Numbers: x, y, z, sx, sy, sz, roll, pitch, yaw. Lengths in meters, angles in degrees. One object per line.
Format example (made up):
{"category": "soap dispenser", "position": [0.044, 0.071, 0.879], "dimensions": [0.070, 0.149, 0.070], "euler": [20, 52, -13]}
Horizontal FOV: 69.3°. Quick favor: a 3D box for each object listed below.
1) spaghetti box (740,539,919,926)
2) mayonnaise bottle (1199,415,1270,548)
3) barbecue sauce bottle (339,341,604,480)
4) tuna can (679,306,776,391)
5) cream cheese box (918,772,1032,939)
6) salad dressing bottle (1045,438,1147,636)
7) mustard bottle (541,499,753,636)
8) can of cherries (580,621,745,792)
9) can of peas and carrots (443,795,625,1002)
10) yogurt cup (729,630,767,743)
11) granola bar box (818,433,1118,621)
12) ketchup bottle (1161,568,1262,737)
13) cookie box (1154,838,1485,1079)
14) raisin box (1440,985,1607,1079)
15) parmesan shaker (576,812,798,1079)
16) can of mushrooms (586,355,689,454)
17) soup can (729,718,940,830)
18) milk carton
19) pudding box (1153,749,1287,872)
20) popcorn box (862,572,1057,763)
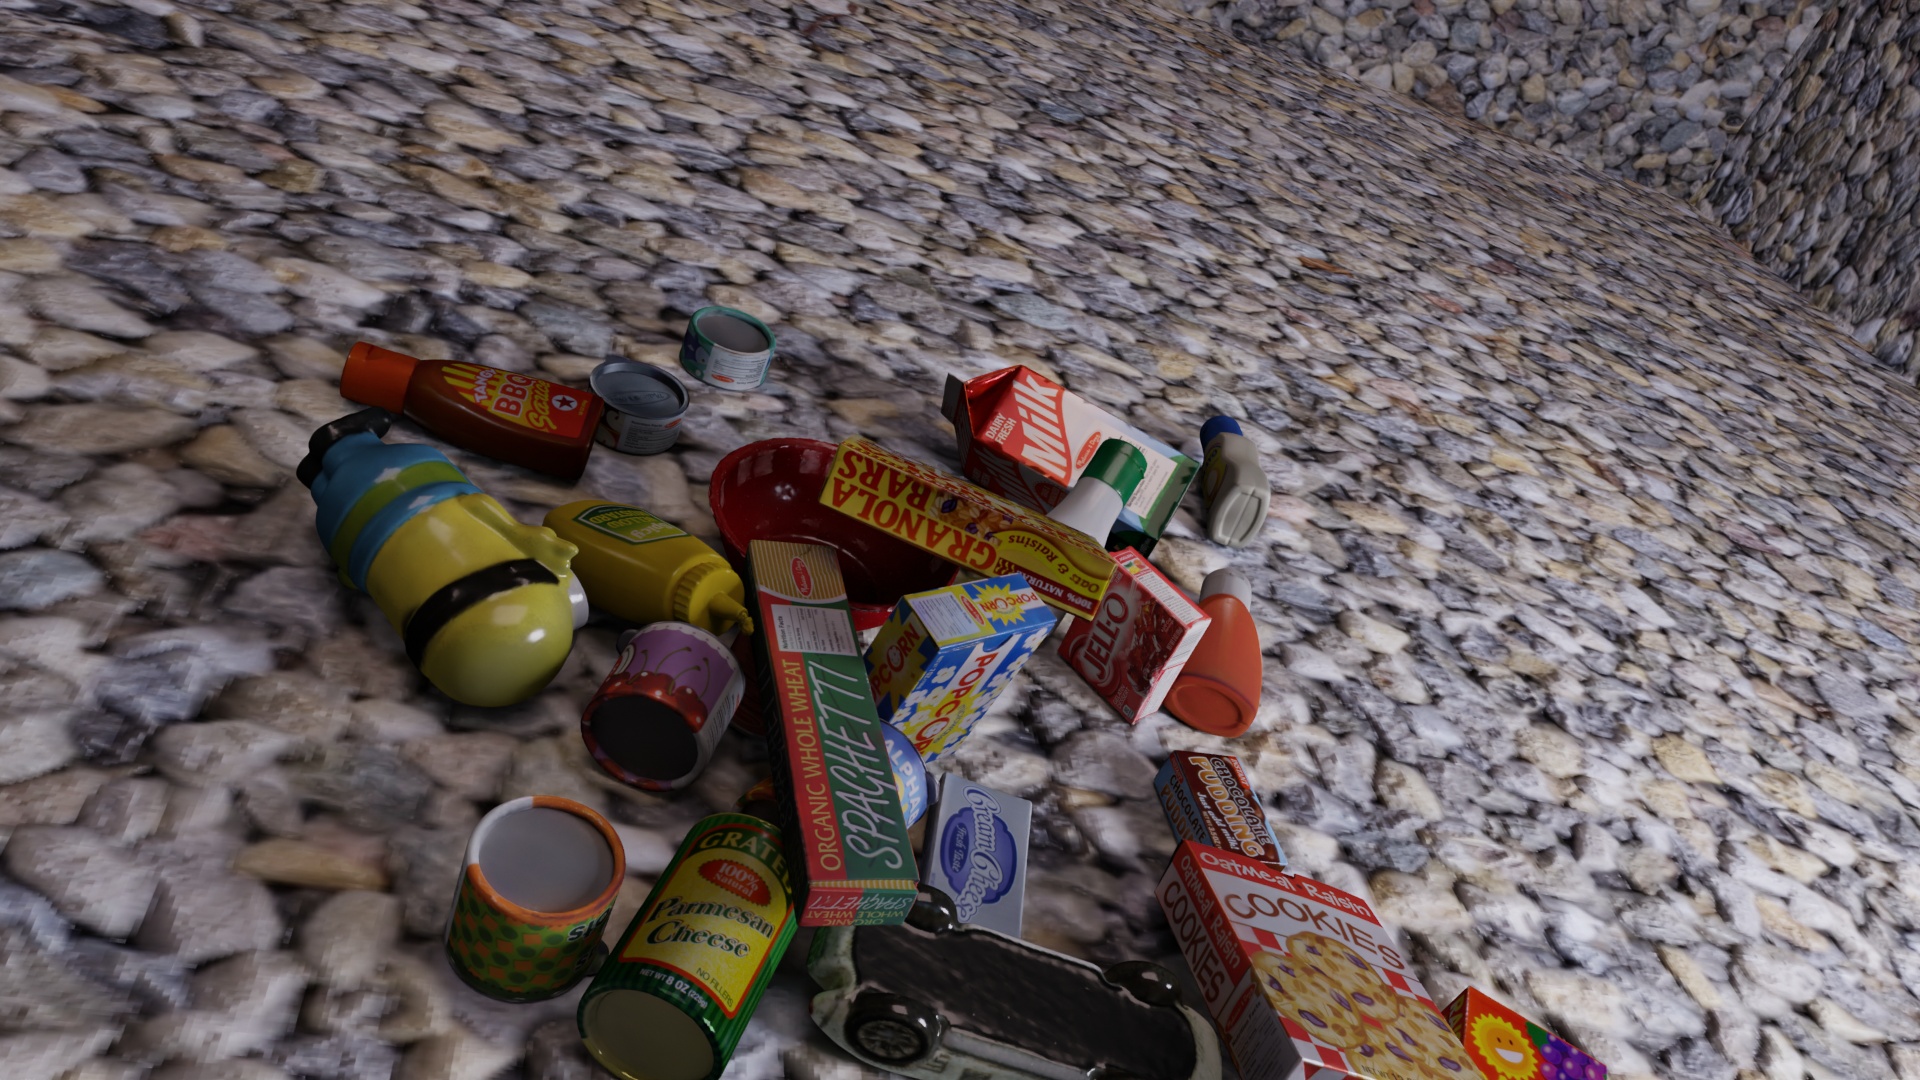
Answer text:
{"category": "spaghetti box", "position": [-0.069, 0.082, 0.674], "dimensions": [0.050, 0.028, 0.251], "euler": [5, 33, -19]}
{"category": "mayonnaise bottle", "position": [0.221, -0.055, 1.143], "dimensions": [0.041, 0.064, 0.149], "euler": [17, 30, -7]}
{"category": "barbecue sauce bottle", "position": [-0.300, -0.083, 0.855], "dimensions": [0.148, 0.043, 0.065], "euler": [16, 37, -13]}
{"category": "tuna can", "position": [-0.173, -0.144, 1.031], "dimensions": [0.071, 0.032, 0.071], "euler": [17, 34, -12]}
{"category": "cream cheese box", "position": [0.006, 0.170, 0.722], "dimensions": [0.053, 0.024, 0.104], "euler": [21, 33, -7]}
{"category": "salad dressing bottle", "position": [0.075, -0.004, 0.928], "dimensions": [0.044, 0.064, 0.148], "euler": [21, 61, 28]}
{"category": "mustard bottle", "position": [-0.163, 0.019, 0.753], "dimensions": [0.160, 0.048, 0.065], "euler": [20, 21, 36]}
{"category": "can of cherries", "position": [-0.152, 0.083, 0.702], "dimensions": [0.071, 0.071, 0.059], "euler": [24, 34, -3]}
{"category": "can of peas and carrots", "position": [-0.179, 0.153, 0.594], "dimensions": [0.071, 0.058, 0.071], "euler": [17, 35, -12]}
{"category": "yogurt cup", "position": [-0.098, 0.070, 0.766], "dimensions": [0.072, 0.053, 0.073], "euler": [17, 34, -12]}
{"category": "granola bar box", "position": [0.003, -0.010, 0.811], "dimensions": [0.165, 0.039, 0.124], "euler": [23, 6, -3]}
{"category": "ketchup bottle", "position": [0.177, 0.071, 0.953], "dimensions": [0.065, 0.043, 0.149], "euler": [27, 33, 0]}
{"category": "cookie box", "position": [0.179, 0.227, 0.694], "dimensions": [0.123, 0.040, 0.168], "euler": [22, 17, -17]}
{"category": "raisin box", "position": [0.283, 0.301, 0.708], "dimensions": [0.086, 0.039, 0.124], "euler": [29, 35, 7]}
{"category": "parmesan shaker", "position": [-0.109, 0.178, 0.599], "dimensions": [0.071, 0.071, 0.103], "euler": [26, 33, 2]}
{"category": "can of mushrooms", "position": [-0.218, -0.091, 0.927], "dimensions": [0.071, 0.033, 0.071], "euler": [17, 35, -12]}
{"category": "soup can", "position": [-0.062, 0.134, 0.687], "dimensions": [0.071, 0.071, 0.084], "euler": [36, 35, 15]}
{"category": "milk carton", "position": [0.069, -0.061, 1.017], "dimensions": [0.191, 0.072, 0.074], "euler": [30, 68, 6]}
{"category": "pudding box", "position": [0.152, 0.165, 0.819], "dimensions": [0.050, 0.030, 0.084], "euler": [11, 36, -22]}
{"category": "popcorn box", "position": [-0.016, 0.076, 0.745], "dimensions": [0.085, 0.126, 0.038], "euler": [-9, 54, -42]}
